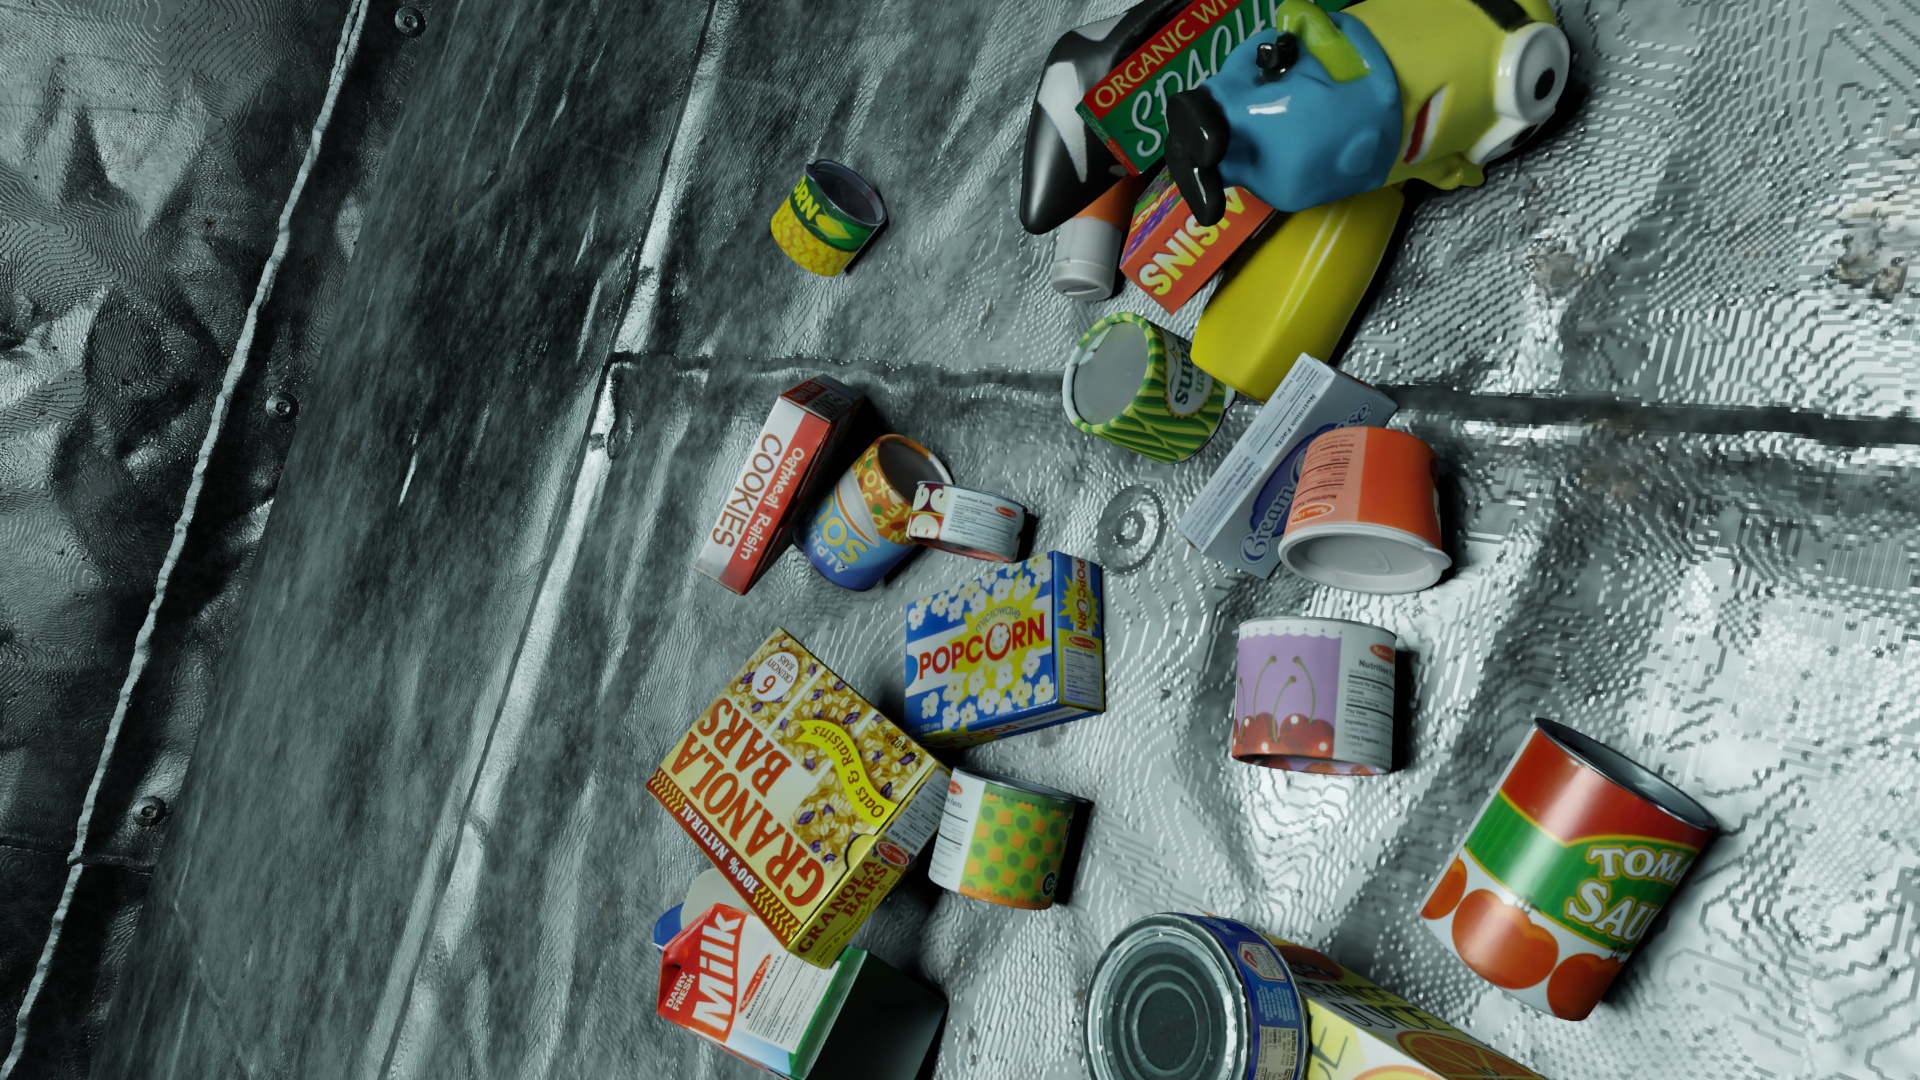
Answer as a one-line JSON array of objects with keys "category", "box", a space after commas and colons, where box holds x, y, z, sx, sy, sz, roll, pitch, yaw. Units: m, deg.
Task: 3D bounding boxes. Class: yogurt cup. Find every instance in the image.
[{"category": "yogurt cup", "box": [0.174, -0.013, 0.597, 0.072, 0.072, 0.054, -13, 57, 48]}]

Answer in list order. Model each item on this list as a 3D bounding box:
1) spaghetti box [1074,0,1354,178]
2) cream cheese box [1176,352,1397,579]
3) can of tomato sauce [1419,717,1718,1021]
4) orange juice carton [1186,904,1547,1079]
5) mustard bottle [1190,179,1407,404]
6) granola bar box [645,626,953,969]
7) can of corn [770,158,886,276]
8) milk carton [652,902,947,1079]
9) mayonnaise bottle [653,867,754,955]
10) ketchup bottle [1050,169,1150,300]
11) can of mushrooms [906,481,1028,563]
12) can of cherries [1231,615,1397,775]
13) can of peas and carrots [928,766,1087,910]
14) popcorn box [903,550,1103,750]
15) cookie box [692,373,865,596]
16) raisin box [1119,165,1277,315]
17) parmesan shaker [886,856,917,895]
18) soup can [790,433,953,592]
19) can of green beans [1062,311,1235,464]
[{"category": "spaghetti box", "box": [0.167, -0.272, 0.665, 0.249, 0.050, 0.029, -38, 7, 11]}, {"category": "cream cheese box", "box": [0.150, -0.033, 0.642, 0.103, 0.053, 0.024, -56, 41, 19]}, {"category": "can of tomato sauce", "box": [0.213, 0.116, 0.488, 0.071, 0.071, 0.083, 42, 109, 51]}, {"category": "orange juice carton", "box": [0.143, 0.210, 0.530, 0.193, 0.073, 0.072, 18, 90, 54]}, {"category": "mustard bottle", "box": [0.173, -0.142, 0.664, 0.159, 0.049, 0.065, -60, 35, 14]}, {"category": "granola bar box", "box": [-0.091, 0.138, 0.780, 0.124, 0.039, 0.166, -51, 45, -7]}, {"category": "can of corn", "box": [-0.101, -0.239, 1.030, 0.058, 0.071, 0.071, -44, 45, 32]}, {"category": "milk carton", "box": [-0.105, 0.264, 0.796, 0.190, 0.072, 0.074, -2, 53, 48]}, {"category": "mayonnaise bottle", "box": [-0.149, 0.240, 0.910, 0.147, 0.041, 0.065, -35, 50, 39]}, {"category": "ketchup bottle", "box": [0.083, -0.216, 0.813, 0.064, 0.043, 0.149, 0, 75, 49]}, {"category": "can of mushrooms", "box": [0.003, -0.010, 0.807, 0.071, 0.071, 0.033, 5, 80, 52]}, {"category": "can of cherries", "box": [0.148, 0.067, 0.591, 0.071, 0.071, 0.058, -10, 69, 49]}, {"category": "can of peas and carrots", "box": [0.024, 0.153, 0.712, 0.071, 0.071, 0.059, 7, 81, 52]}, {"category": "popcorn box", "box": [0.022, 0.064, 0.773, 0.126, 0.038, 0.085, -22, 59, 44]}, {"category": "cookie box", "box": [-0.115, -0.042, 0.918, 0.122, 0.040, 0.168, -62, 2, 11]}, {"category": "raisin box", "box": [0.125, -0.173, 0.699, 0.085, 0.040, 0.124, -46, 11, 28]}, {"category": "parmesan shaker", "box": [-0.074, 0.159, 0.832, 0.071, 0.071, 0.103, -50, 41, 25]}, {"category": "soup can", "box": [-0.055, -0.018, 0.877, 0.083, 0.071, 0.071, -43, 45, 32]}, {"category": "can of green beans", "box": [0.096, -0.079, 0.726, 0.071, 0.058, 0.071, -24, 57, 44]}]
